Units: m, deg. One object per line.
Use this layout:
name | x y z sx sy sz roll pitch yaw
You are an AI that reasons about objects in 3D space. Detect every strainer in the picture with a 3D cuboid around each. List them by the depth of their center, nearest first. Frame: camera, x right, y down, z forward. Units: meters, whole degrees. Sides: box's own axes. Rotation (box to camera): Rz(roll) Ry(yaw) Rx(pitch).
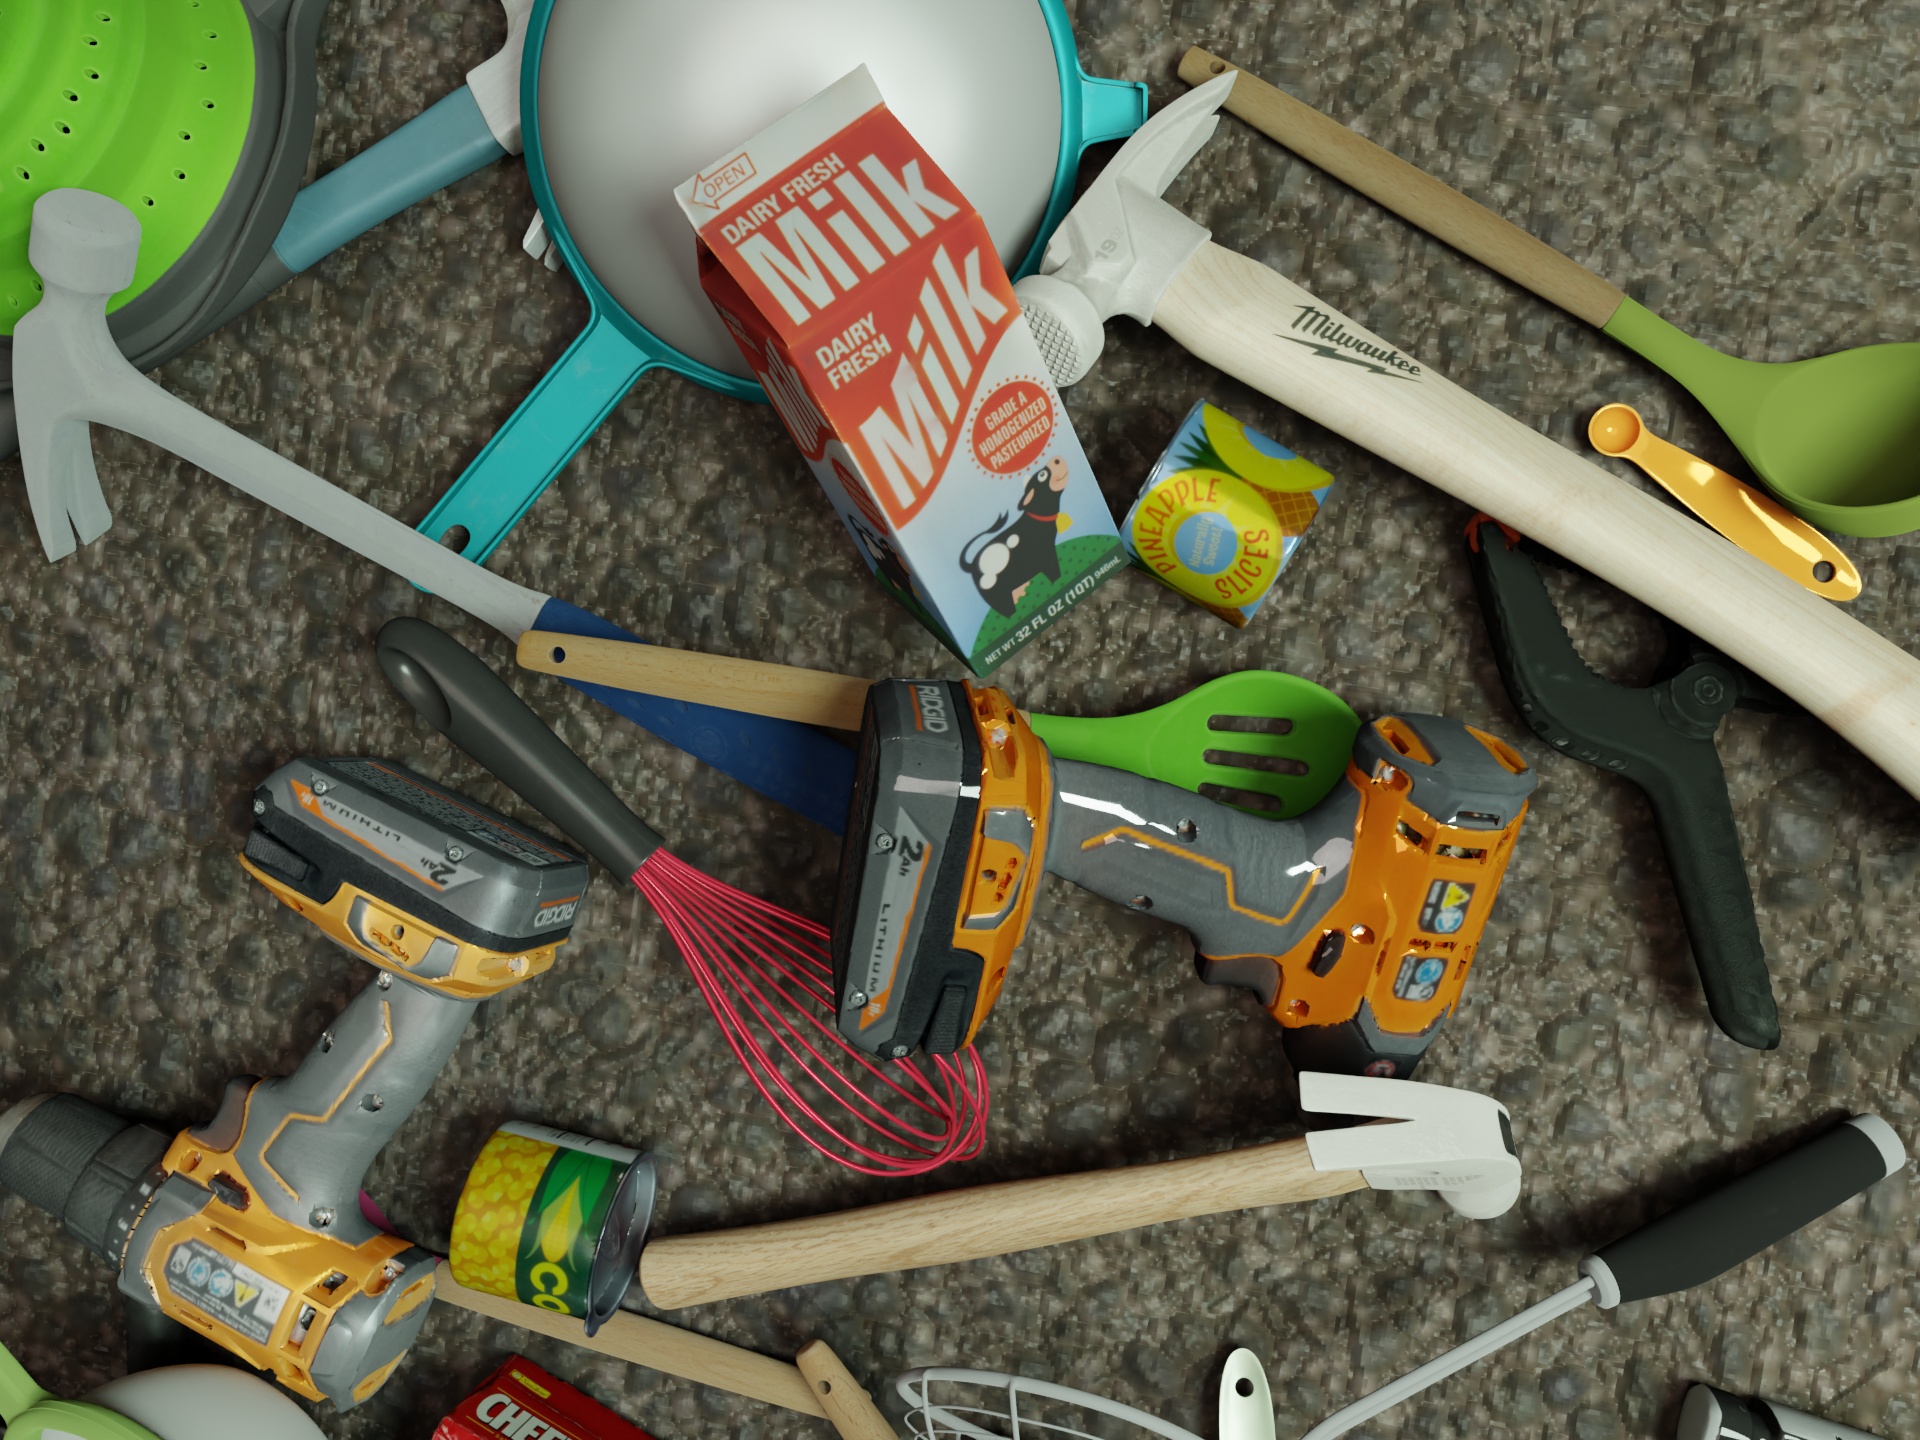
strainer | -0.102 -0.167 0.571 0.211 0.095 0.340 41 101 -12
strainer | -0.314 0.256 0.599 0.256 0.069 0.151 49 127 0

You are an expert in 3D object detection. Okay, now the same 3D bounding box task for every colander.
colander | -0.295 -0.287 0.594 0.397 0.094 0.205 -37 72 7

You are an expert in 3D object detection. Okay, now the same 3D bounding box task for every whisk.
whisk | -0.104 0.066 0.592 0.296 0.073 0.073 43 96 -4

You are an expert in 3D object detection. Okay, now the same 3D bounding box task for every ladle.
ladle | 0.217 -0.167 0.573 0.320 0.062 0.078 34 76 9

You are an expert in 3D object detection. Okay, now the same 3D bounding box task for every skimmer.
skimmer | 0.159 0.201 0.570 0.363 0.127 0.090 -23 53 -8

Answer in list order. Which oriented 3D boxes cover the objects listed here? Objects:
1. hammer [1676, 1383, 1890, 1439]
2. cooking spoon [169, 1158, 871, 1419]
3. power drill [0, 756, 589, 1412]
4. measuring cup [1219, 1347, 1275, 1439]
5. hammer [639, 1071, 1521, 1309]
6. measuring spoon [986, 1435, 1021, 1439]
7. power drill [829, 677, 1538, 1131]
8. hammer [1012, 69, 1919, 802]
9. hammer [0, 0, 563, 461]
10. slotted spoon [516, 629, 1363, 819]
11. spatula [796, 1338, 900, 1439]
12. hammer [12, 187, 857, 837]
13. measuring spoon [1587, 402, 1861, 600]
hammer | 0.285 0.422 0.581 0.127 0.034 0.337 17 93 8
cooking spoon | -0.189 0.234 0.647 0.319 0.017 0.069 14 93 8
power drill | -0.265 0.127 0.621 0.185 0.084 0.226 24 93 9
measuring cup | 0.112 0.326 0.606 0.083 0.038 0.168 -3 77 8
hammer | 0.033 0.179 0.584 0.331 0.129 0.031 -14 59 15
measuring spoon | -0.021 0.313 0.632 0.124 0.018 0.034 -27 91 14
power drill | 0.072 0.071 0.556 0.226 0.084 0.164 6 114 -10
hammer | 0.218 -0.077 0.548 0.410 0.038 0.146 33 64 5
hammer | -0.289 -0.189 0.649 0.331 0.033 0.128 -28 86 7
slotted spoon | -0.001 -0.002 0.579 0.313 0.031 0.070 9 91 -9
spatula | 0.031 0.369 0.600 0.082 0.044 0.317 -34 92 11
hammer | -0.171 -0.038 0.604 0.405 0.035 0.144 29 124 -3
measuring spoon | 0.282 -0.080 0.589 0.117 0.011 0.021 35 96 2
